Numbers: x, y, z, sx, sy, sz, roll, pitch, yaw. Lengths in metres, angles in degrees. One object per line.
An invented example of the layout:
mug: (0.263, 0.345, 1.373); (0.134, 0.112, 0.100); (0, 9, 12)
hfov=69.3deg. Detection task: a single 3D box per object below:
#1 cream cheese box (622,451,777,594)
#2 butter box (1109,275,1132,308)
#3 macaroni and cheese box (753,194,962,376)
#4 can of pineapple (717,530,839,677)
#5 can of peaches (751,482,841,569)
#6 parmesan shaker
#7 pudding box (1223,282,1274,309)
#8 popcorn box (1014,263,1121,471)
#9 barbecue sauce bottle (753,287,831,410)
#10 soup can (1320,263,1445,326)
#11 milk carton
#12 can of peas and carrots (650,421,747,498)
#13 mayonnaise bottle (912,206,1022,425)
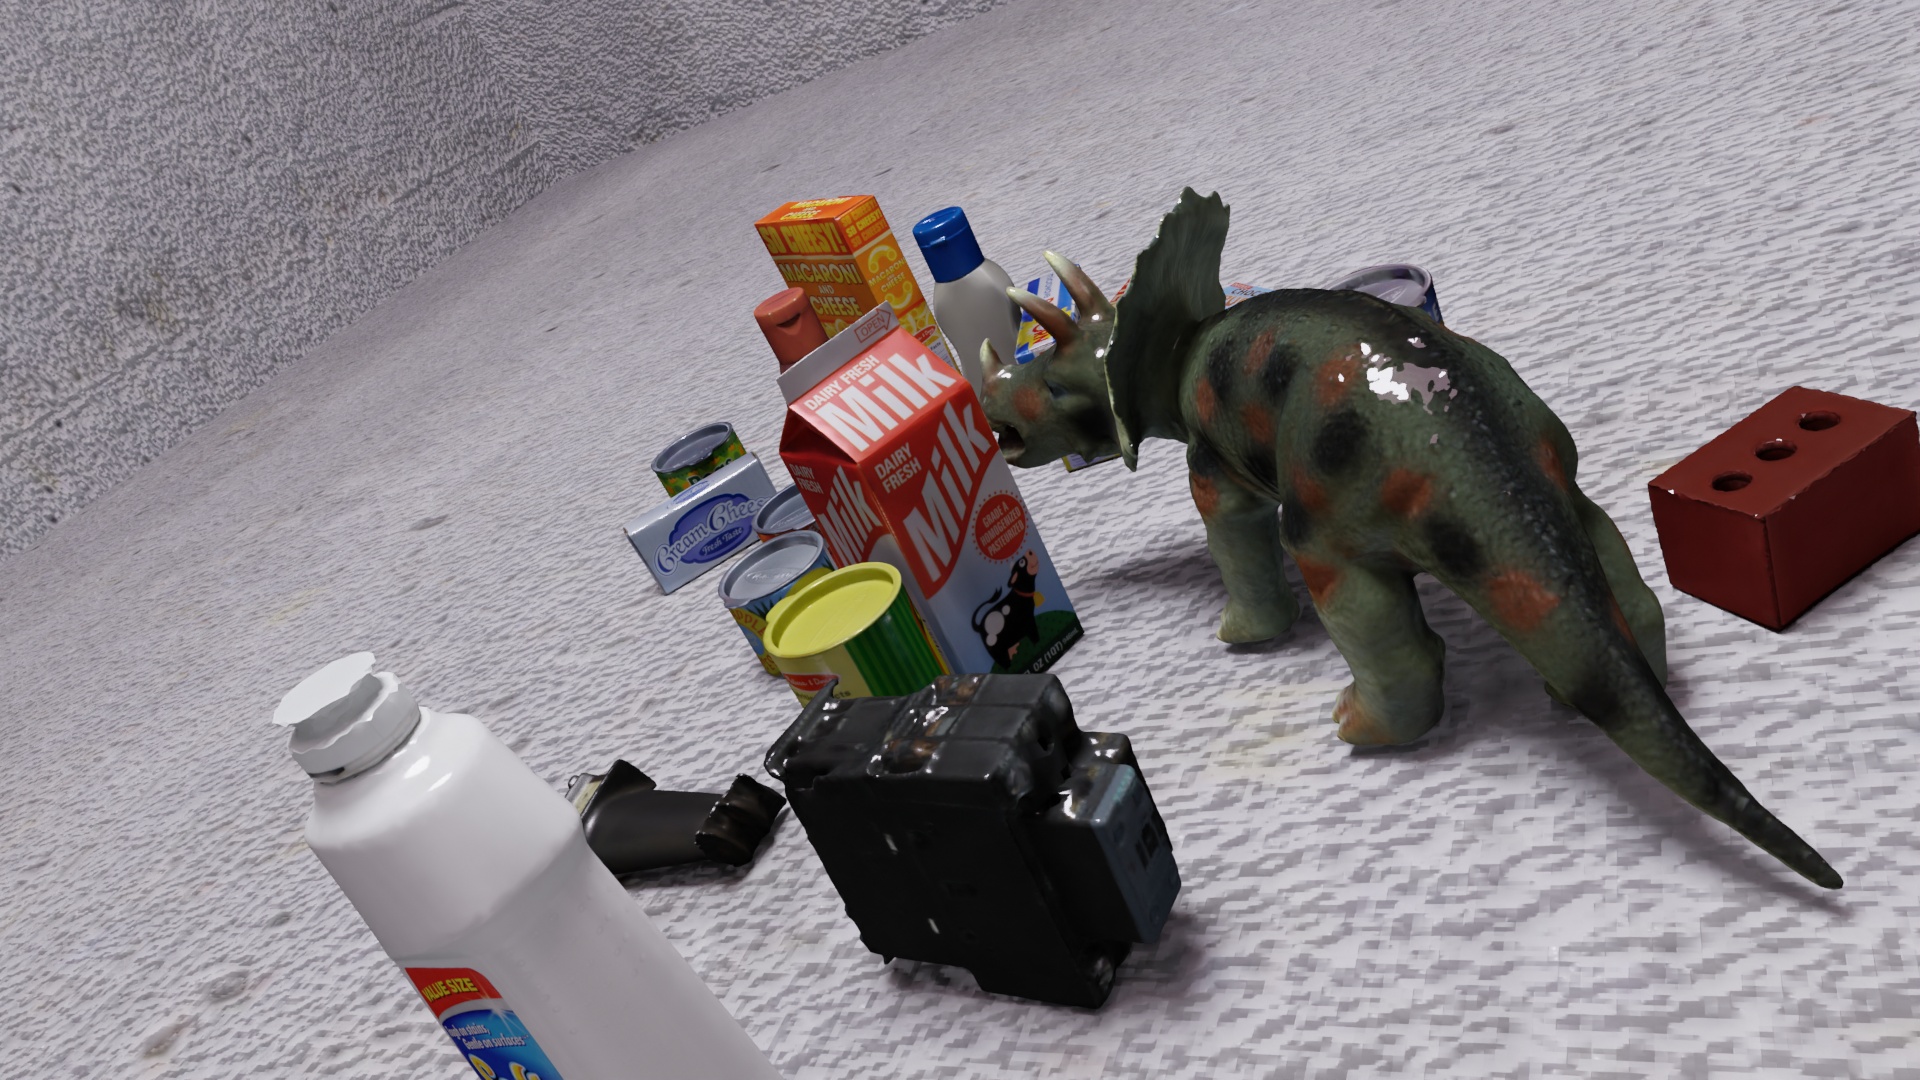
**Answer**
cream cheese box: (-0.173, -0.012, 0.955); (0.104, 0.053, 0.024); (-32, 26, -10)
butter box: (0.132, -0.157, 0.942); (0.024, 0.053, 0.104); (-5, 34, 38)
macaroni and cheese box: (-0.073, -0.171, 1.027); (0.040, 0.166, 0.124); (-39, 29, -24)
can of pineapple: (-0.097, 0.037, 0.791); (0.071, 0.057, 0.071); (-21, 27, 11)
can of peaches: (-0.085, 0.000, 0.848); (0.071, 0.058, 0.071); (-21, 27, 11)
parmesan shaker: (-0.037, 0.070, 0.626); (0.071, 0.102, 0.071); (-21, 26, 11)
pudding box: (0.186, -0.125, 0.838); (0.030, 0.049, 0.084); (-32, 27, -11)
popcorn box: (0.072, -0.112, 0.879); (0.038, 0.085, 0.127); (-18, 27, 17)
barbecue sauce bottle: (-0.087, -0.095, 0.920); (0.065, 0.148, 0.044); (-29, 26, -4)
soup can: (0.217, -0.087, 0.703); (0.071, 0.083, 0.072); (-21, 26, 11)
milk carton: (-0.020, -0.014, 0.665); (0.072, 0.190, 0.073); (-40, 29, -26)
can of peas and carrots: (-0.183, -0.045, 1.018); (0.071, 0.058, 0.071); (-21, 27, 11)
mayonnaise bottle: (0.015, -0.149, 0.927); (0.064, 0.147, 0.041); (-17, 28, 20)
